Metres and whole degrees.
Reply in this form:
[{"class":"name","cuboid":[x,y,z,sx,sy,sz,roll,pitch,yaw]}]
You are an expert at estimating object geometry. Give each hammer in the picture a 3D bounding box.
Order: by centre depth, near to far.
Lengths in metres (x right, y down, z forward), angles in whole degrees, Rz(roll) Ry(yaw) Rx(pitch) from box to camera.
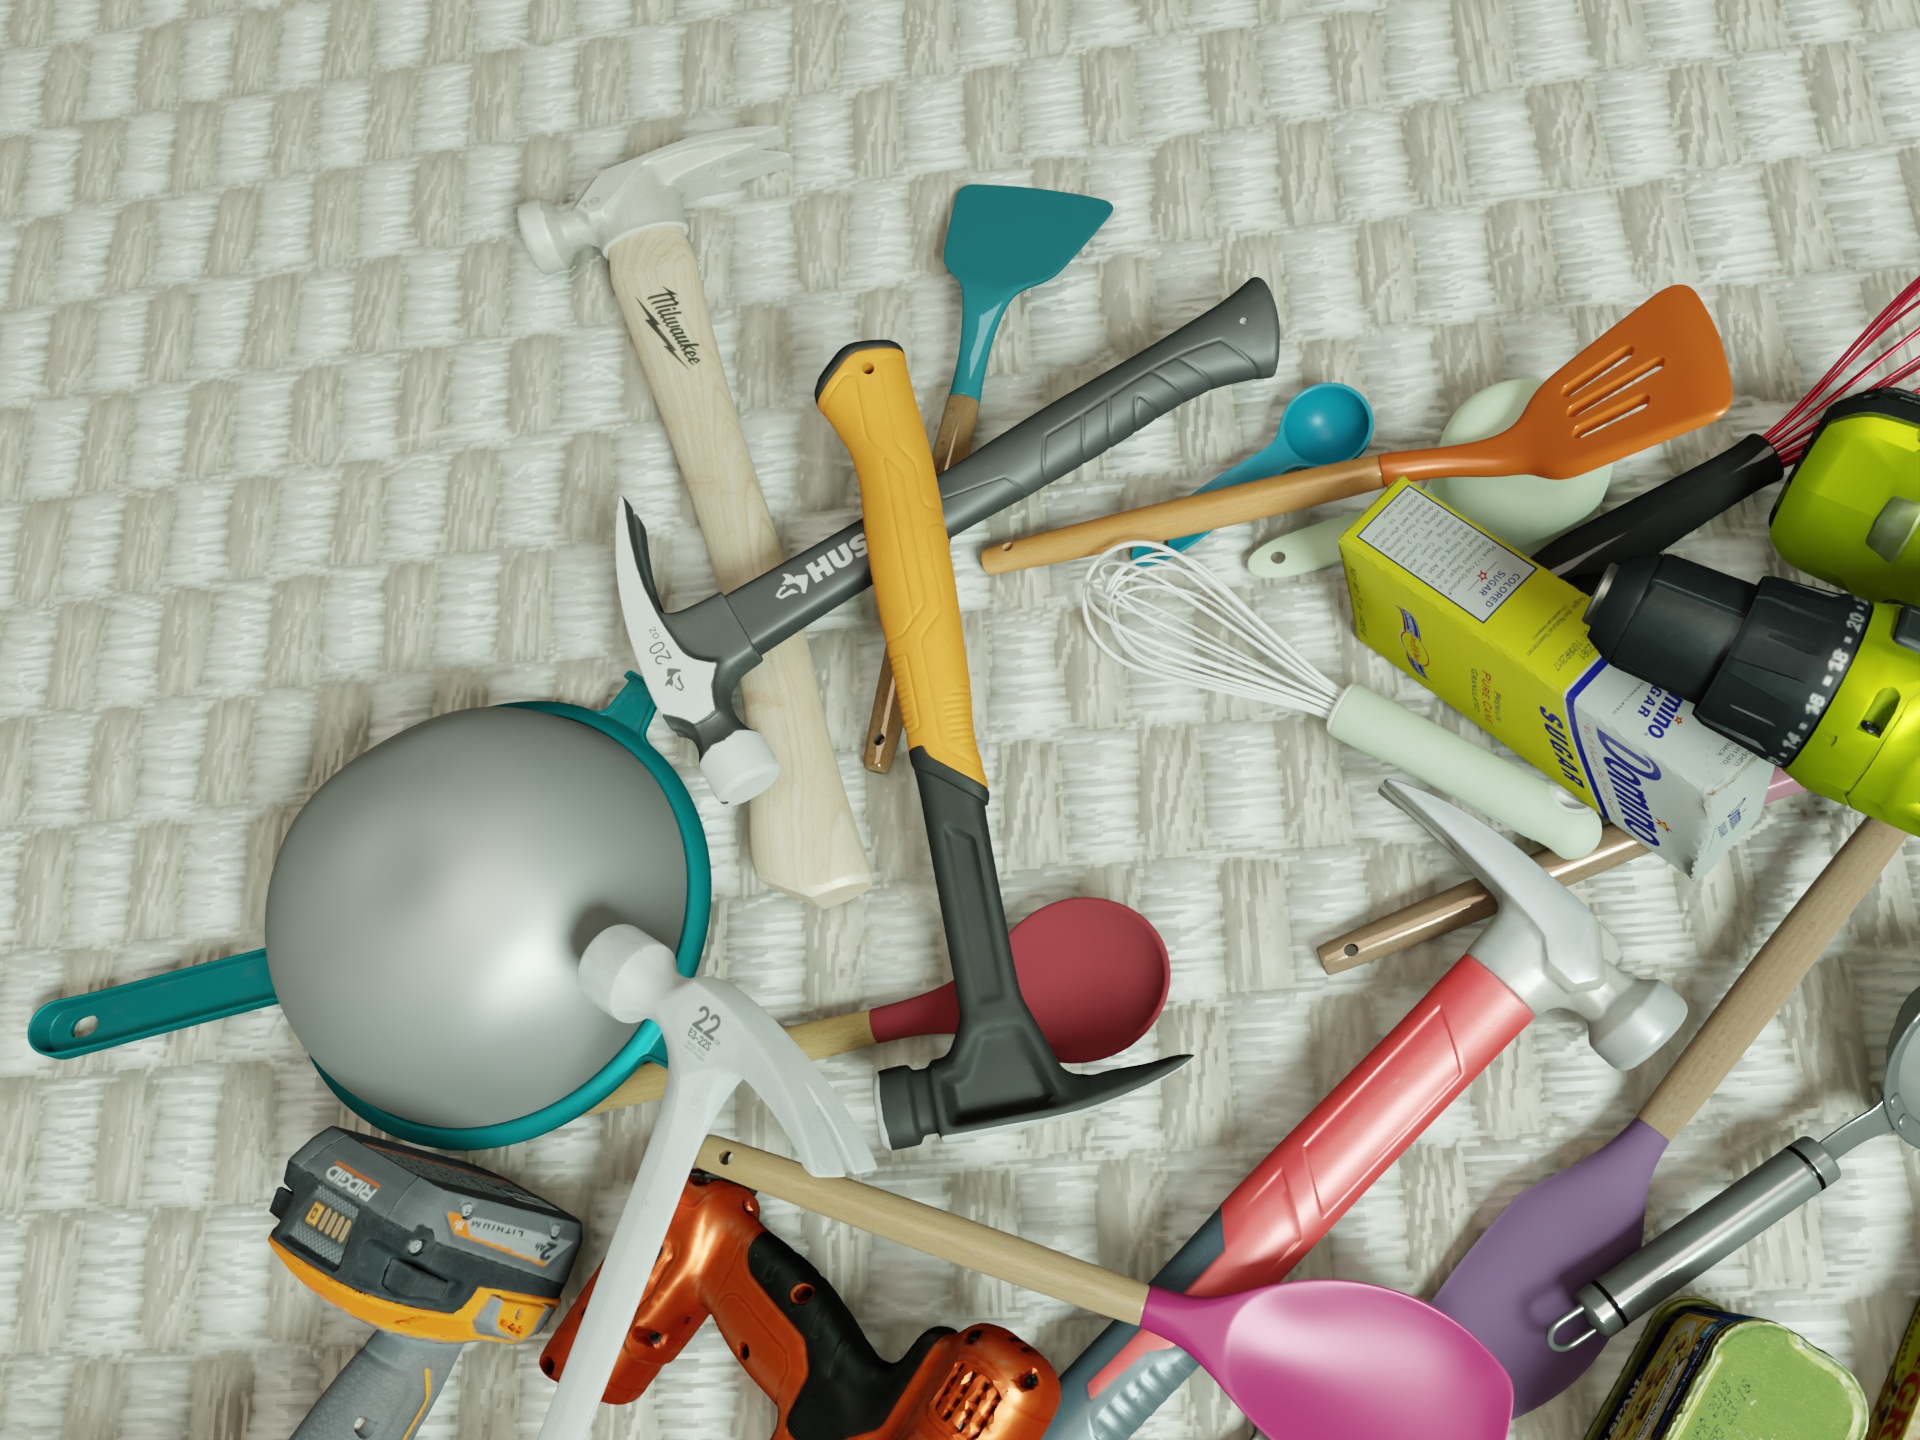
[{"class":"hammer","cuboid":[-0.153,0.290,0.594,0.144,0.035,0.405,24,94,36]},{"class":"hammer","cuboid":[0.097,0.200,0.624,0.386,0.038,0.143,-45,75,-2]},{"class":"hammer","cuboid":[-0.001,-0.002,0.662,0.127,0.034,0.337,-12,78,0]},{"class":"hammer","cuboid":[0.000,-0.107,0.722,0.335,0.035,0.146,-31,74,-4]},{"class":"hammer","cuboid":[-0.104,-0.109,0.775,0.146,0.038,0.411,-19,71,3]}]

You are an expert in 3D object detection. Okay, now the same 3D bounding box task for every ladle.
[{"class":"ladle","cuboid":[-0.062,0.140,0.692,0.315,0.031,0.069,-15,72,8]}]

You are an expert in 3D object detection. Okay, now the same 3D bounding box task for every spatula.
[{"class":"spatula","cuboid":[0.287,0.140,0.619,0.060,0.018,0.316,37,89,13]},{"class":"spatula","cuboid":[0.158,-0.110,0.695,0.322,0.041,0.081,-11,50,19]},{"class":"spatula","cuboid":[0.000,-0.126,0.768,0.082,0.044,0.317,11,80,13]}]

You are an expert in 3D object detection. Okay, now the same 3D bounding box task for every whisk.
[{"class":"whisk","cuboid":[0.363,-0.122,0.681,0.296,0.073,0.073,-31,70,5]},{"class":"whisk","cuboid":[0.156,-0.008,0.682,0.246,0.058,0.059,31,116,22]}]

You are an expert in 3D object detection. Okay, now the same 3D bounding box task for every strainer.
[{"class":"strainer","cuboid":[0.325,0.160,0.598,0.258,0.050,0.086,-33,114,-3]},{"class":"strainer","cuboid":[-0.284,0.092,0.705,0.340,0.095,0.211,-15,66,7]}]

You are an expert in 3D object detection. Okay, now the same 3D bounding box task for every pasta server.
[{"class":"pasta server","cuboid":[0.298,0.042,0.658,0.316,0.040,0.060,-23,70,7]}]

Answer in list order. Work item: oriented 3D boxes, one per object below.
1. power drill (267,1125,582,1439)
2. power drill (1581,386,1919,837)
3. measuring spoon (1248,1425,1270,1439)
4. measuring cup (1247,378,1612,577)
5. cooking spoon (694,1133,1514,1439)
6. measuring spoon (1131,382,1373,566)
[{"class":"power drill","cuboid":[-0.255,0.280,0.610,0.084,0.164,0.226,16,73,29]},{"class":"power drill","cuboid":[0.336,-0.039,0.562,0.191,0.080,0.228,27,40,20]},{"class":"measuring spoon","cuboid":[0.099,0.294,0.601,0.124,0.018,0.034,-38,66,-19]},{"class":"measuring cup","cuboid":[0.209,-0.101,0.711,0.167,0.038,0.083,-19,70,2]},{"class":"cooking spoon","cuboid":[0.045,0.212,0.602,0.319,0.017,0.069,15,76,13]},{"class":"measuring spoon","cuboid":[0.135,-0.109,0.743,0.128,0.021,0.042,-35,69,8]}]
